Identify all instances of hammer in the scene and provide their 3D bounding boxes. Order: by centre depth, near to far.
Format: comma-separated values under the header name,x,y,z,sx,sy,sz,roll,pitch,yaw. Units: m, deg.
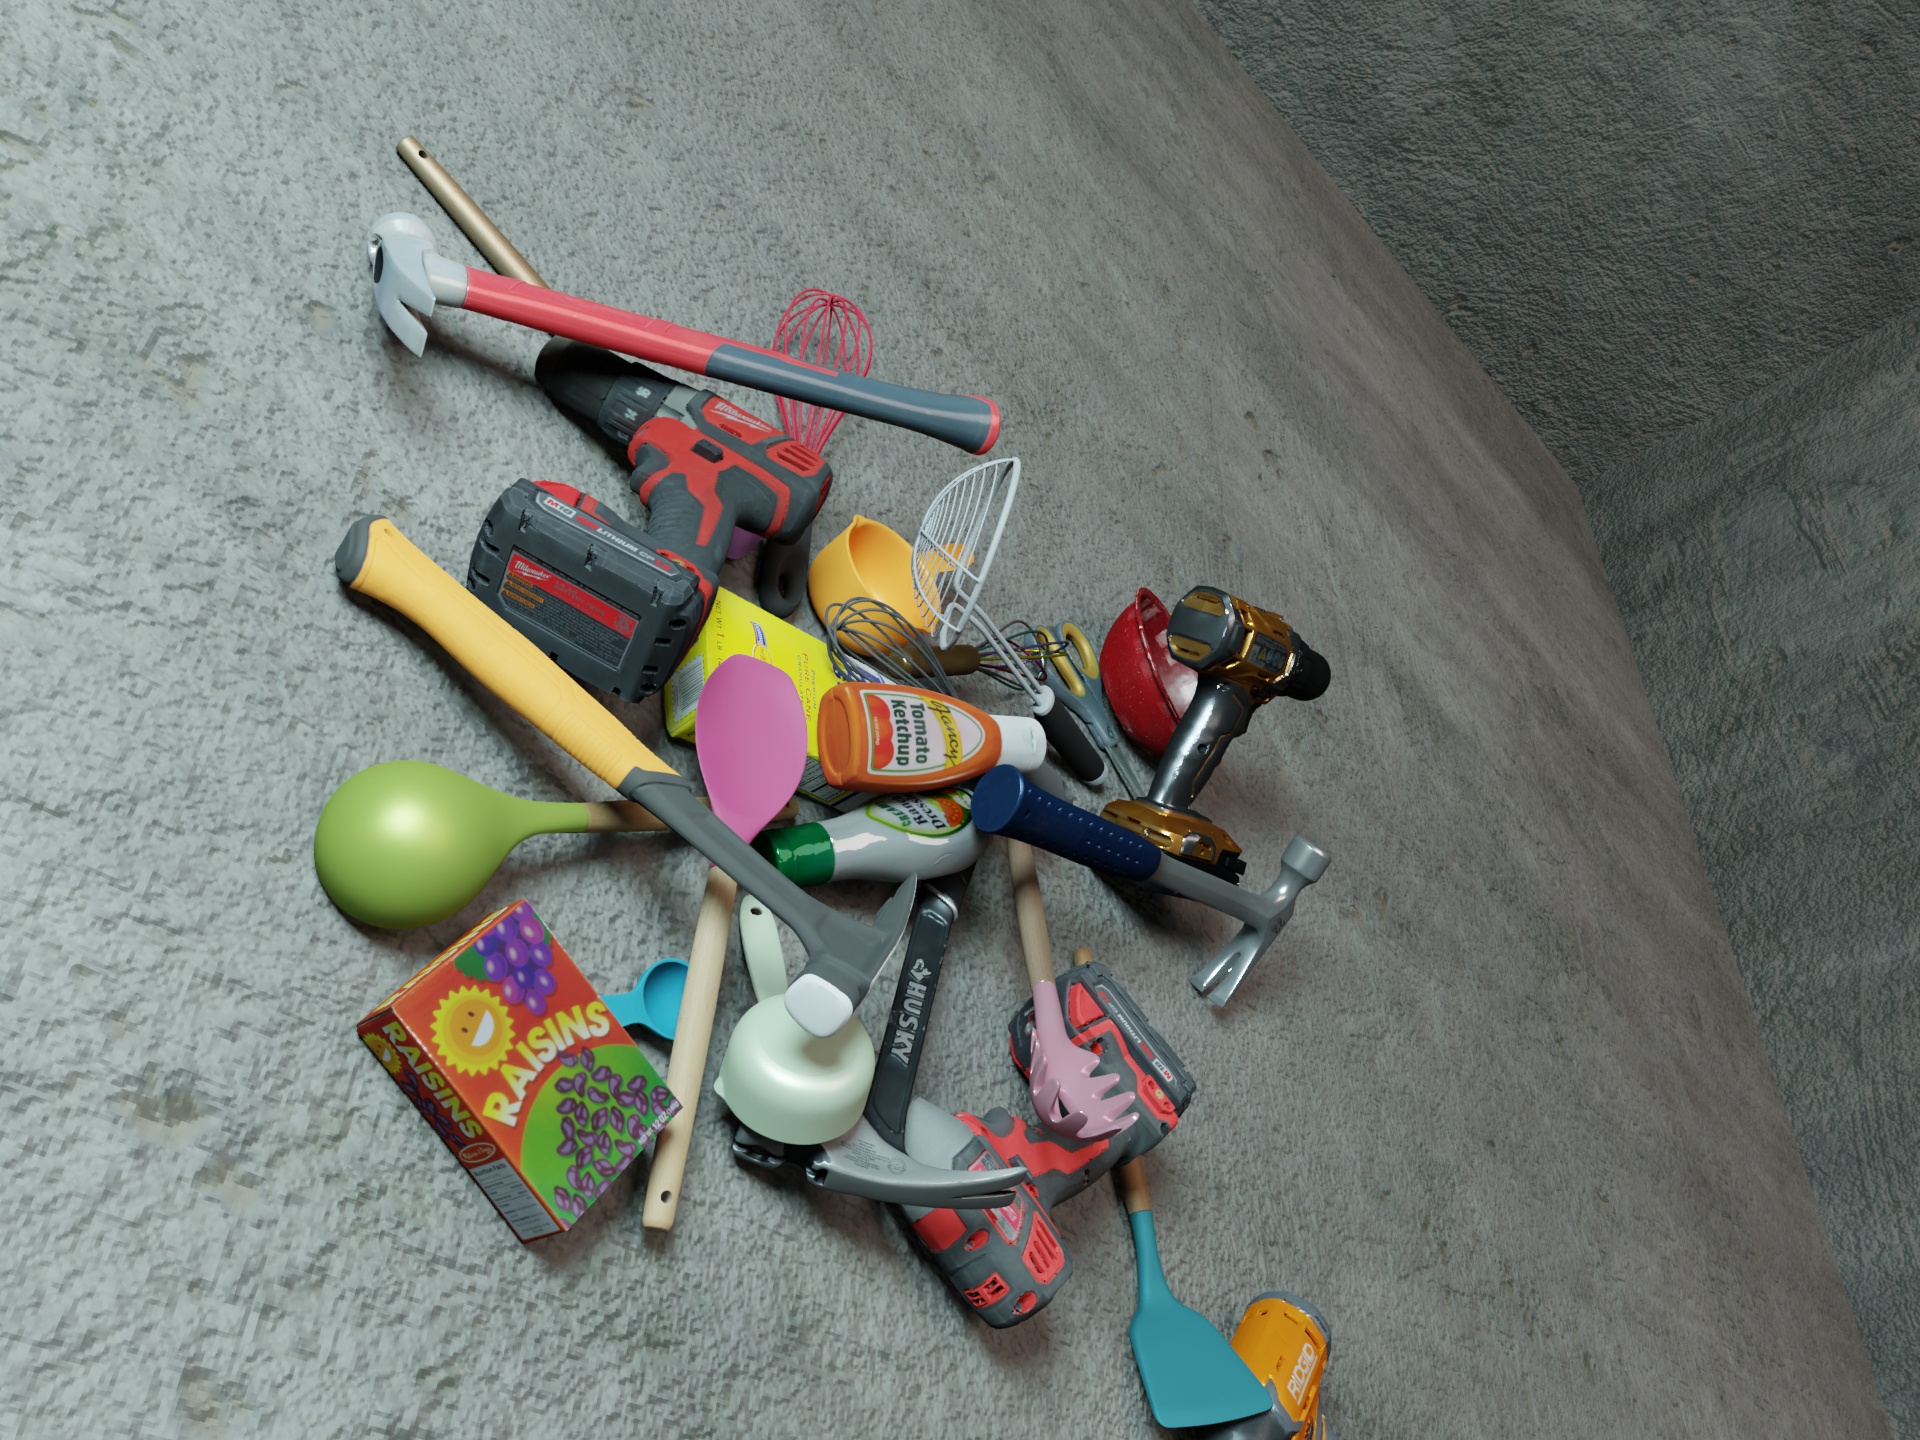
name,x,y,z,sx,sy,sz,roll,pitch,yaw
hammer,-0.167,0.015,0.790,0.337,0.034,0.127,40,25,-2
hammer,-0.138,-0.206,0.925,0.386,0.038,0.143,9,27,-31
hammer,-0.012,0.124,0.961,0.149,0.036,0.409,19,35,-2
hammer,0.131,0.106,1.087,0.035,0.144,0.405,36,7,38

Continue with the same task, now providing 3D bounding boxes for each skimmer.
name,x,y,z,sx,sy,sz,roll,pitch,yaw
skimmer,0.060,-0.041,1.088,0.362,0.090,0.127,50,49,-52

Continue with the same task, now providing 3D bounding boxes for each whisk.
name,x,y,z,sx,sy,sz,roll,pitch,yaw
whisk,-0.002,-0.003,1.024,0.238,0.055,0.055,39,38,-35
whisk,-0.108,-0.191,1.100,0.073,0.073,0.296,34,47,-36
whisk,0.012,-0.043,1.143,0.047,0.051,0.245,36,19,21

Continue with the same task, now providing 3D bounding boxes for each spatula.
name,x,y,z,sx,sy,sz,roll,pitch,yaw
spatula,-0.232,-0.226,0.982,0.315,0.018,0.060,50,55,-15
spatula,0.118,0.293,1.042,0.082,0.044,0.318,1,59,-23

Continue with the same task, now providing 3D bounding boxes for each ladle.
name,x,y,z,sx,sy,sz,roll,pitch,yaw
ladle,-0.186,0.055,0.816,0.320,0.062,0.078,3,56,-62

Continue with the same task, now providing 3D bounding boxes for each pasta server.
name,x,y,z,sx,sy,sz,roll,pitch,yaw
pasta server,0.052,0.141,0.969,0.060,0.040,0.316,27,25,-19

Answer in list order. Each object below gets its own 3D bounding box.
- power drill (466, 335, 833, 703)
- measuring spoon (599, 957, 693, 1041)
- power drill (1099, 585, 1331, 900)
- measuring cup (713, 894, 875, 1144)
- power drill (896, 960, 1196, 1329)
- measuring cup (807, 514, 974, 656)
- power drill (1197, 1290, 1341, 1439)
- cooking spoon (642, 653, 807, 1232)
name,x,y,z,sx,sy,sz,roll,pitch,yaw
power drill,-0.188,-0.129,0.889,0.188,0.080,0.227,30,37,-3
measuring spoon,-0.179,0.145,0.773,0.128,0.021,0.042,-4,73,-46
power drill,0.202,0.024,1.222,0.185,0.084,0.226,17,93,-48
measuring cup,-0.092,0.142,0.830,0.083,0.038,0.168,2,39,-22
power drill,0.039,0.238,0.940,0.143,0.078,0.219,51,36,6
measuring cup,-0.044,-0.095,1.114,0.095,0.052,0.173,57,28,3
power drill,0.233,0.502,1.007,0.226,0.084,0.164,56,32,1
cooking spoon,-0.127,0.101,0.819,0.068,0.017,0.319,23,53,-25
